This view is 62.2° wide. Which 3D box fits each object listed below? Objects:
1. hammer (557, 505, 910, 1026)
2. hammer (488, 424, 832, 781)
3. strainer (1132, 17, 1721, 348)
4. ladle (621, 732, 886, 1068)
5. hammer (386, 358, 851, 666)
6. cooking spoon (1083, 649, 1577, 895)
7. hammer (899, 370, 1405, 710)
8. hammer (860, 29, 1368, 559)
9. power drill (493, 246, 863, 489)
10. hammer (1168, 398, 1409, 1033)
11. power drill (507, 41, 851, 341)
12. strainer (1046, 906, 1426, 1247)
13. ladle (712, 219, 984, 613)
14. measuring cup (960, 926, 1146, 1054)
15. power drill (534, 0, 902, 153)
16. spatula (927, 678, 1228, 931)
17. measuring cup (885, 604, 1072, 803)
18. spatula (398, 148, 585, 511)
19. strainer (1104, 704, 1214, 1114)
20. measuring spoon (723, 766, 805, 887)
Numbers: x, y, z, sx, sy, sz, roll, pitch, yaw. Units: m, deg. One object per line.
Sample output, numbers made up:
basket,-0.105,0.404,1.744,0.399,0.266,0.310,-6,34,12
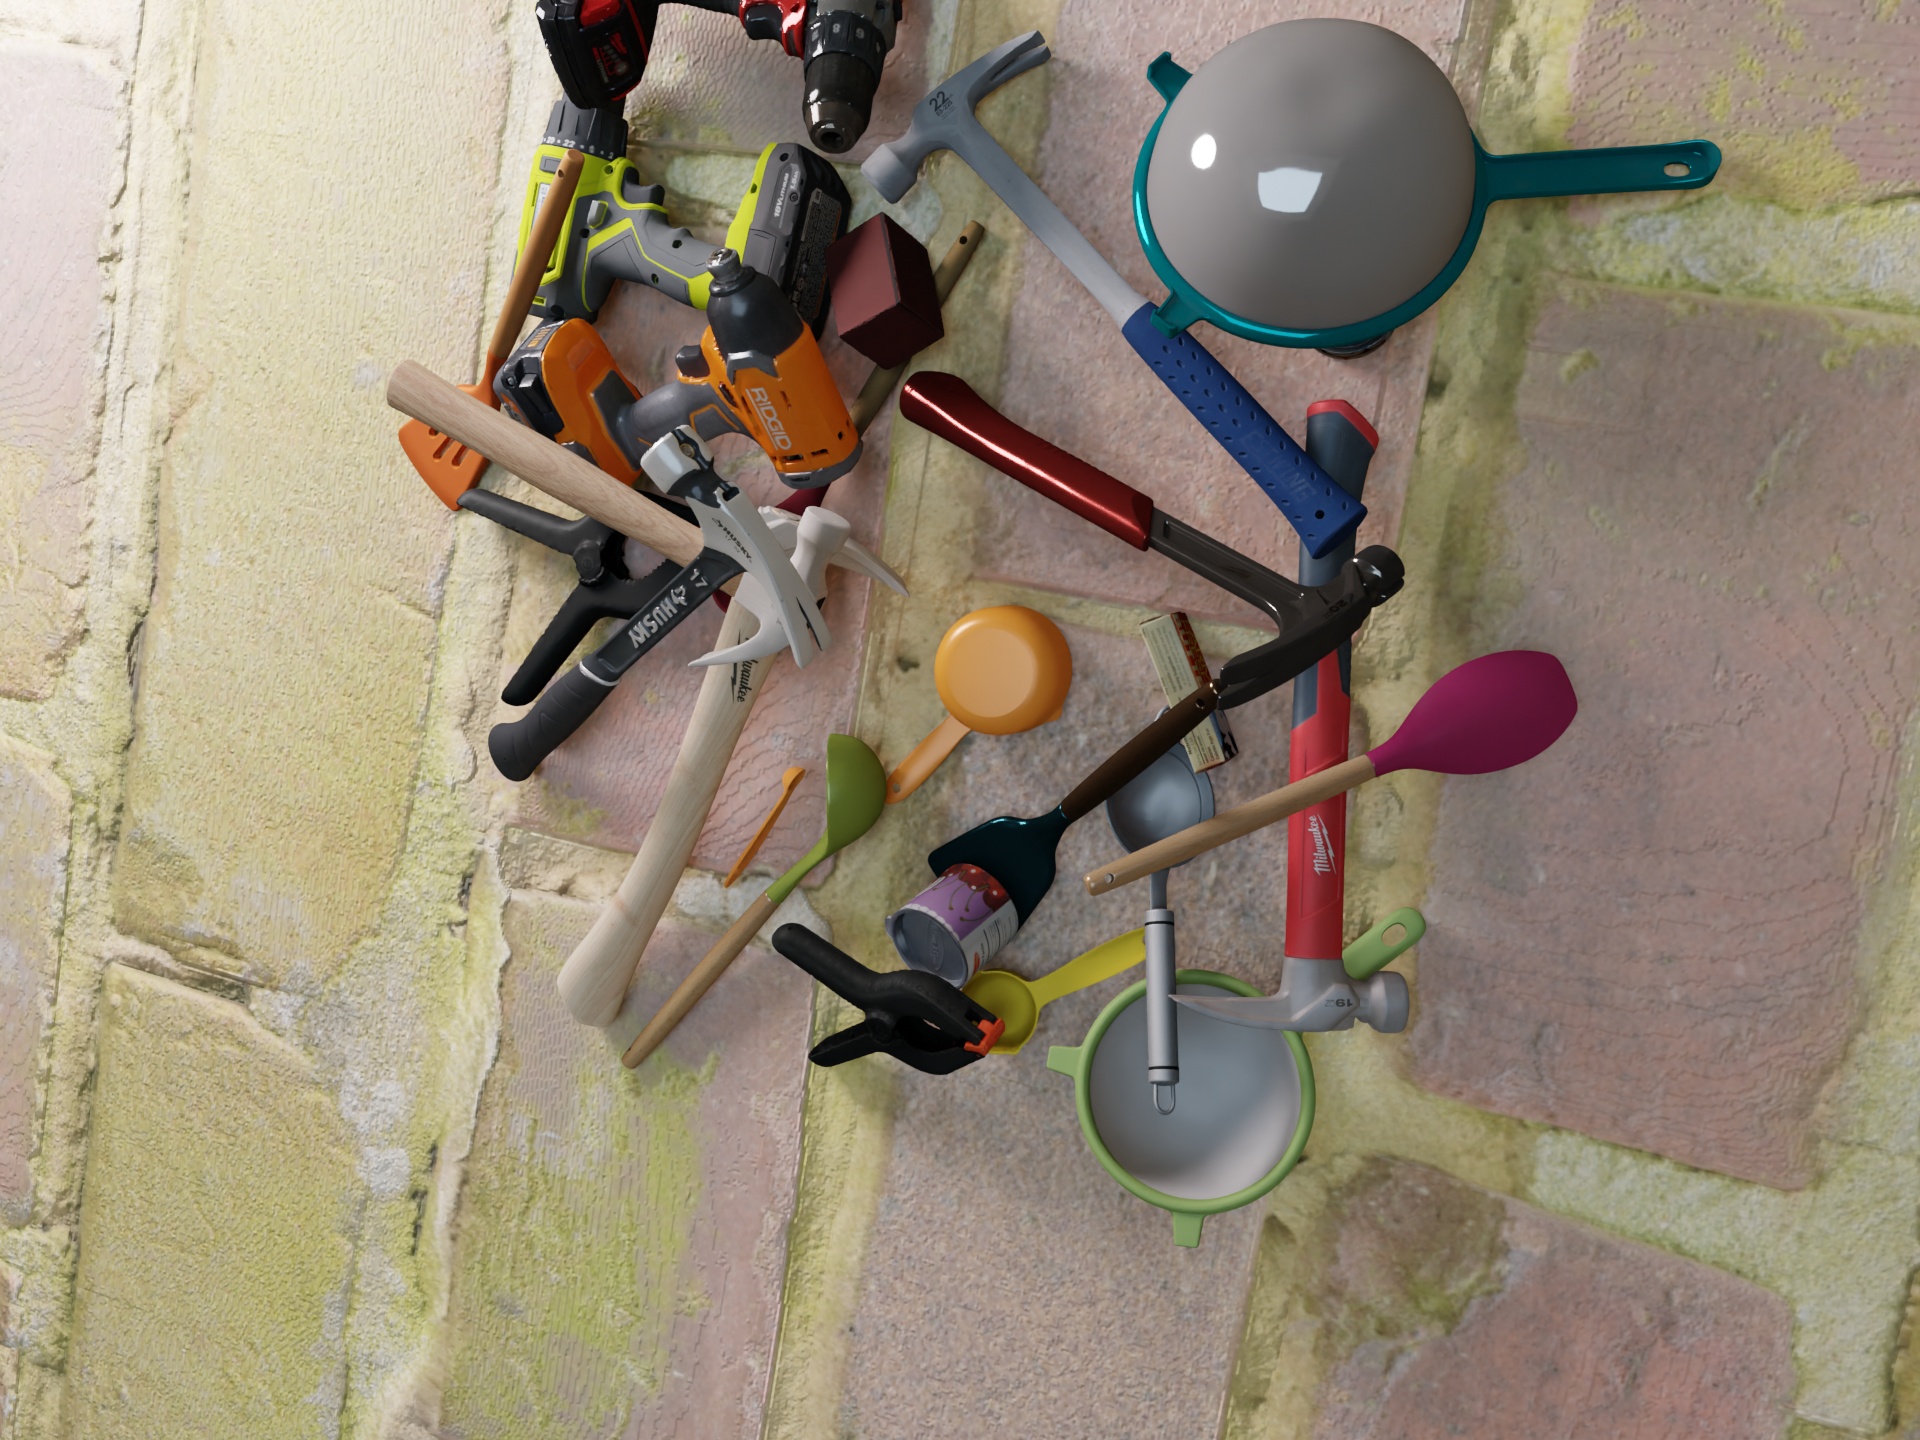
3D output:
hammer,-0.180,0.047,1.125,0.146,0.038,0.410,21,108,-15
hammer,-0.223,-0.036,1.039,0.149,0.036,0.409,51,140,-7
strainer,0.269,-0.332,0.917,0.340,0.095,0.211,-1,74,8
ladle,-0.158,0.136,1.130,0.062,0.078,0.320,36,110,-16
hammer,-0.236,-0.144,1.037,0.331,0.031,0.130,29,110,10
cooking spoon,0.221,0.037,0.949,0.319,0.017,0.069,-23,87,-3
hammer,0.081,-0.129,0.963,0.359,0.149,0.036,36,144,36
hammer,0.108,-0.265,0.998,0.144,0.035,0.406,-43,74,11
power drill,-0.192,-0.226,1.052,0.226,0.084,0.164,-1,135,27
hammer,0.207,-0.005,0.980,0.143,0.038,0.386,3,86,-2
power drill,-0.198,-0.354,1.096,0.228,0.080,0.190,17,100,18
strainer,0.194,0.207,1.029,0.256,0.069,0.152,-37,73,-1
ladle,-0.074,-0.204,1.094,0.069,0.031,0.315,37,102,15
measuring cup,0.070,0.176,1.081,0.156,0.029,0.062,-26,86,5
power drill,-0.151,-0.447,1.030,0.226,0.080,0.188,2,66,6
spatula,0.074,0.053,0.988,0.082,0.044,0.317,51,146,6
measuring cup,-0.002,-0.003,1.070,0.095,0.052,0.173,46,103,9
spatula,-0.322,-0.271,1.107,0.081,0.041,0.322,52,138,8
strainer,0.124,0.119,1.014,0.050,0.086,0.259,-30,54,57
measuring spoon,-0.142,0.075,1.128,0.011,0.021,0.117,40,116,11
